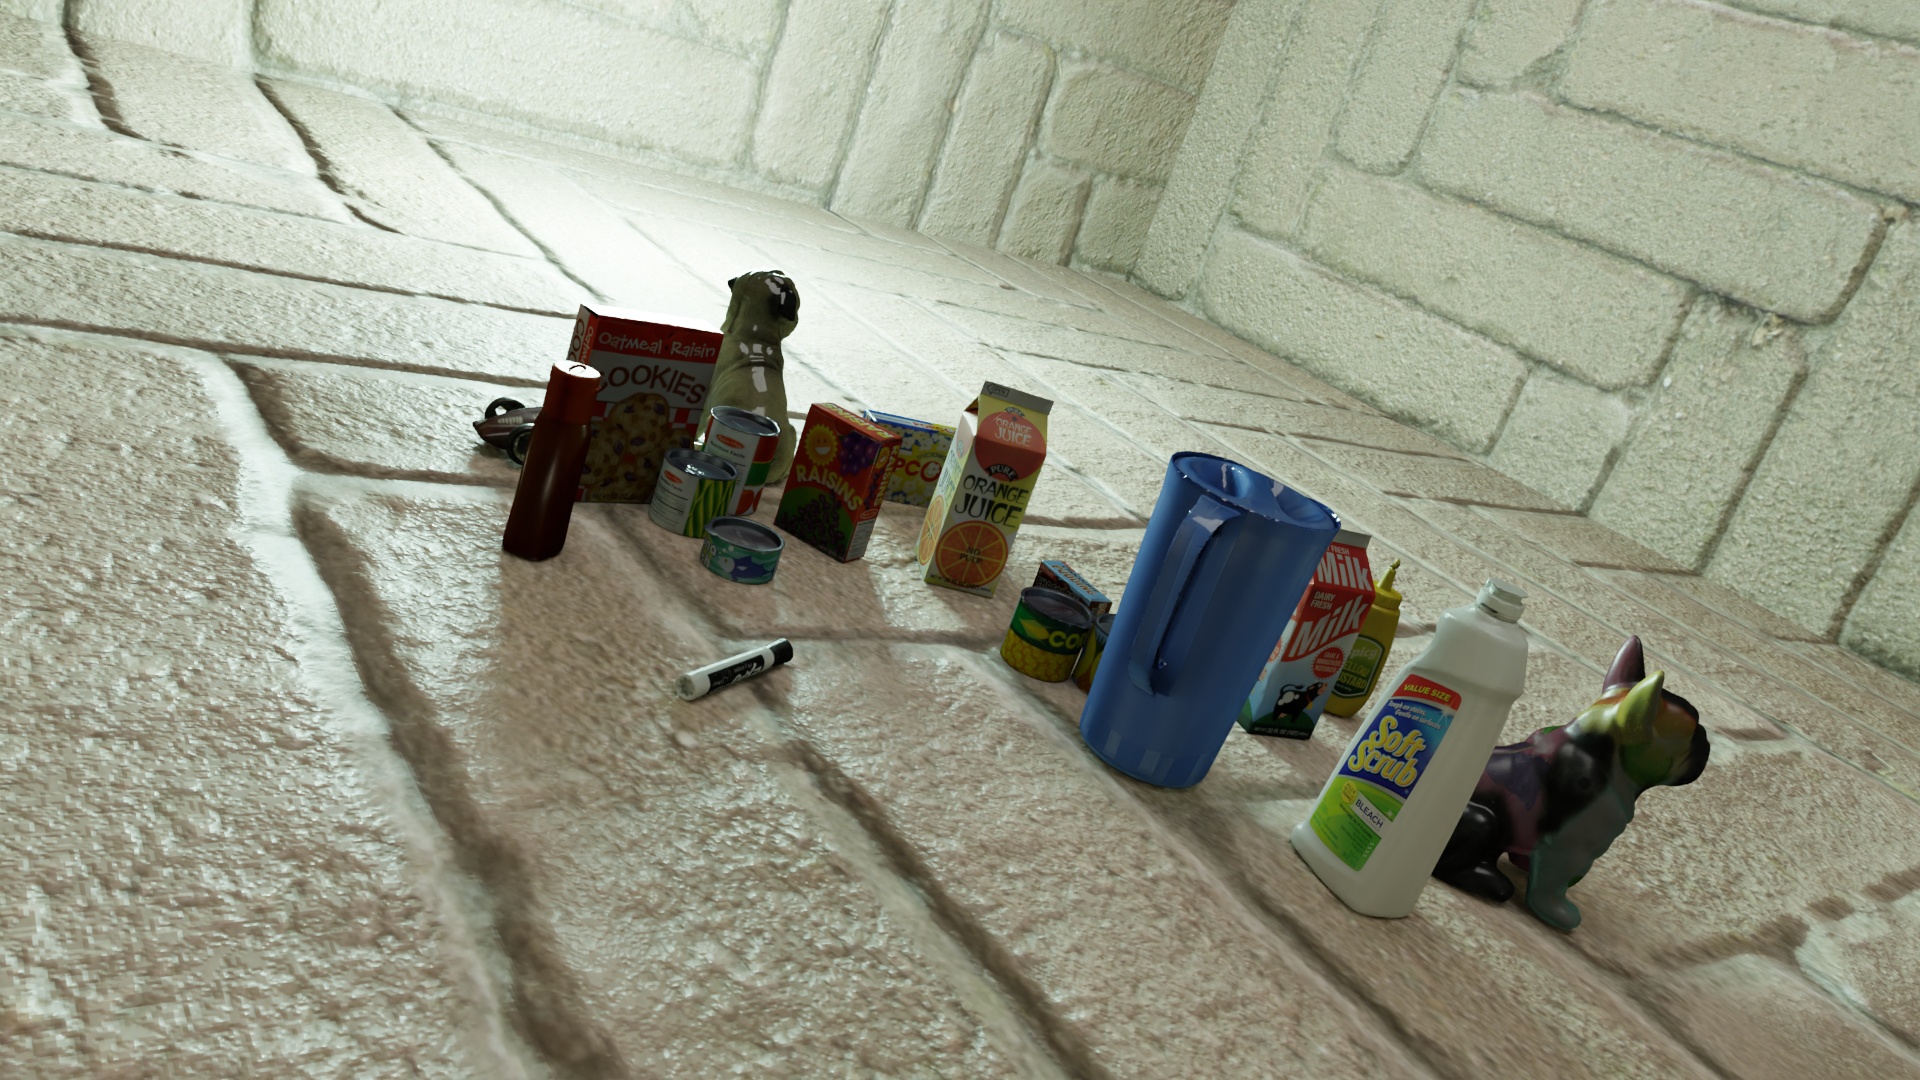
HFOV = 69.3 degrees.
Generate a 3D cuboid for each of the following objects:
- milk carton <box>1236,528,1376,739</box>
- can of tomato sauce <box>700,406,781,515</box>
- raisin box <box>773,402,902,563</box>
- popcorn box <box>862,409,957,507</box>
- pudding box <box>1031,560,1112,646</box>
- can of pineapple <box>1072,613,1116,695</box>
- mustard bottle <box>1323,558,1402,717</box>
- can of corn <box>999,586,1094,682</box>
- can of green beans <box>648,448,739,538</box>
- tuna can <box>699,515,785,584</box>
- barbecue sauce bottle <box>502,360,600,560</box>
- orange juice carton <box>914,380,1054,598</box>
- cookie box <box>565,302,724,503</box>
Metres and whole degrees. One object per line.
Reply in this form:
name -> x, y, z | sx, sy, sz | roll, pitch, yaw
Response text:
milk carton -> 0.298, 0.074, 1.225 | 0.072, 0.189, 0.074 | 11, 21, -26
can of tomato sauce -> -0.209, -0.074, 1.292 | 0.071, 0.082, 0.071 | 18, 19, -6
raisin box -> -0.113, -0.054, 1.270 | 0.086, 0.123, 0.040 | 29, 20, 24
popcorn box -> -0.053, -0.084, 1.471 | 0.127, 0.085, 0.038 | 10, 21, -28
pudding box -> 0.101, 0.058, 1.290 | 0.030, 0.049, 0.084 | 6, 23, -36
can of pineapple -> 0.135, 0.103, 1.187 | 0.071, 0.057, 0.071 | 18, 19, -6
mustard bottle -> 0.378, 0.088, 1.313 | 0.065, 0.159, 0.049 | 19, 18, -4
can of corn -> 0.075, 0.081, 1.187 | 0.071, 0.058, 0.071 | 18, 19, -6
can of green beans -> -0.234, -0.041, 1.217 | 0.071, 0.057, 0.071 | 18, 19, -6
tuna can -> -0.186, 0.008, 1.168 | 0.071, 0.032, 0.071 | 18, 19, -6
barbecue sauce bottle -> -0.309, -0.062, 1.058 | 0.044, 0.148, 0.065 | 19, 18, -3
orange juice carton -> 0.023, -0.052, 1.294 | 0.072, 0.192, 0.073 | 15, 19, -16
cookie box -> -0.284, -0.114, 1.198 | 0.123, 0.166, 0.040 | 1, 26, -44
